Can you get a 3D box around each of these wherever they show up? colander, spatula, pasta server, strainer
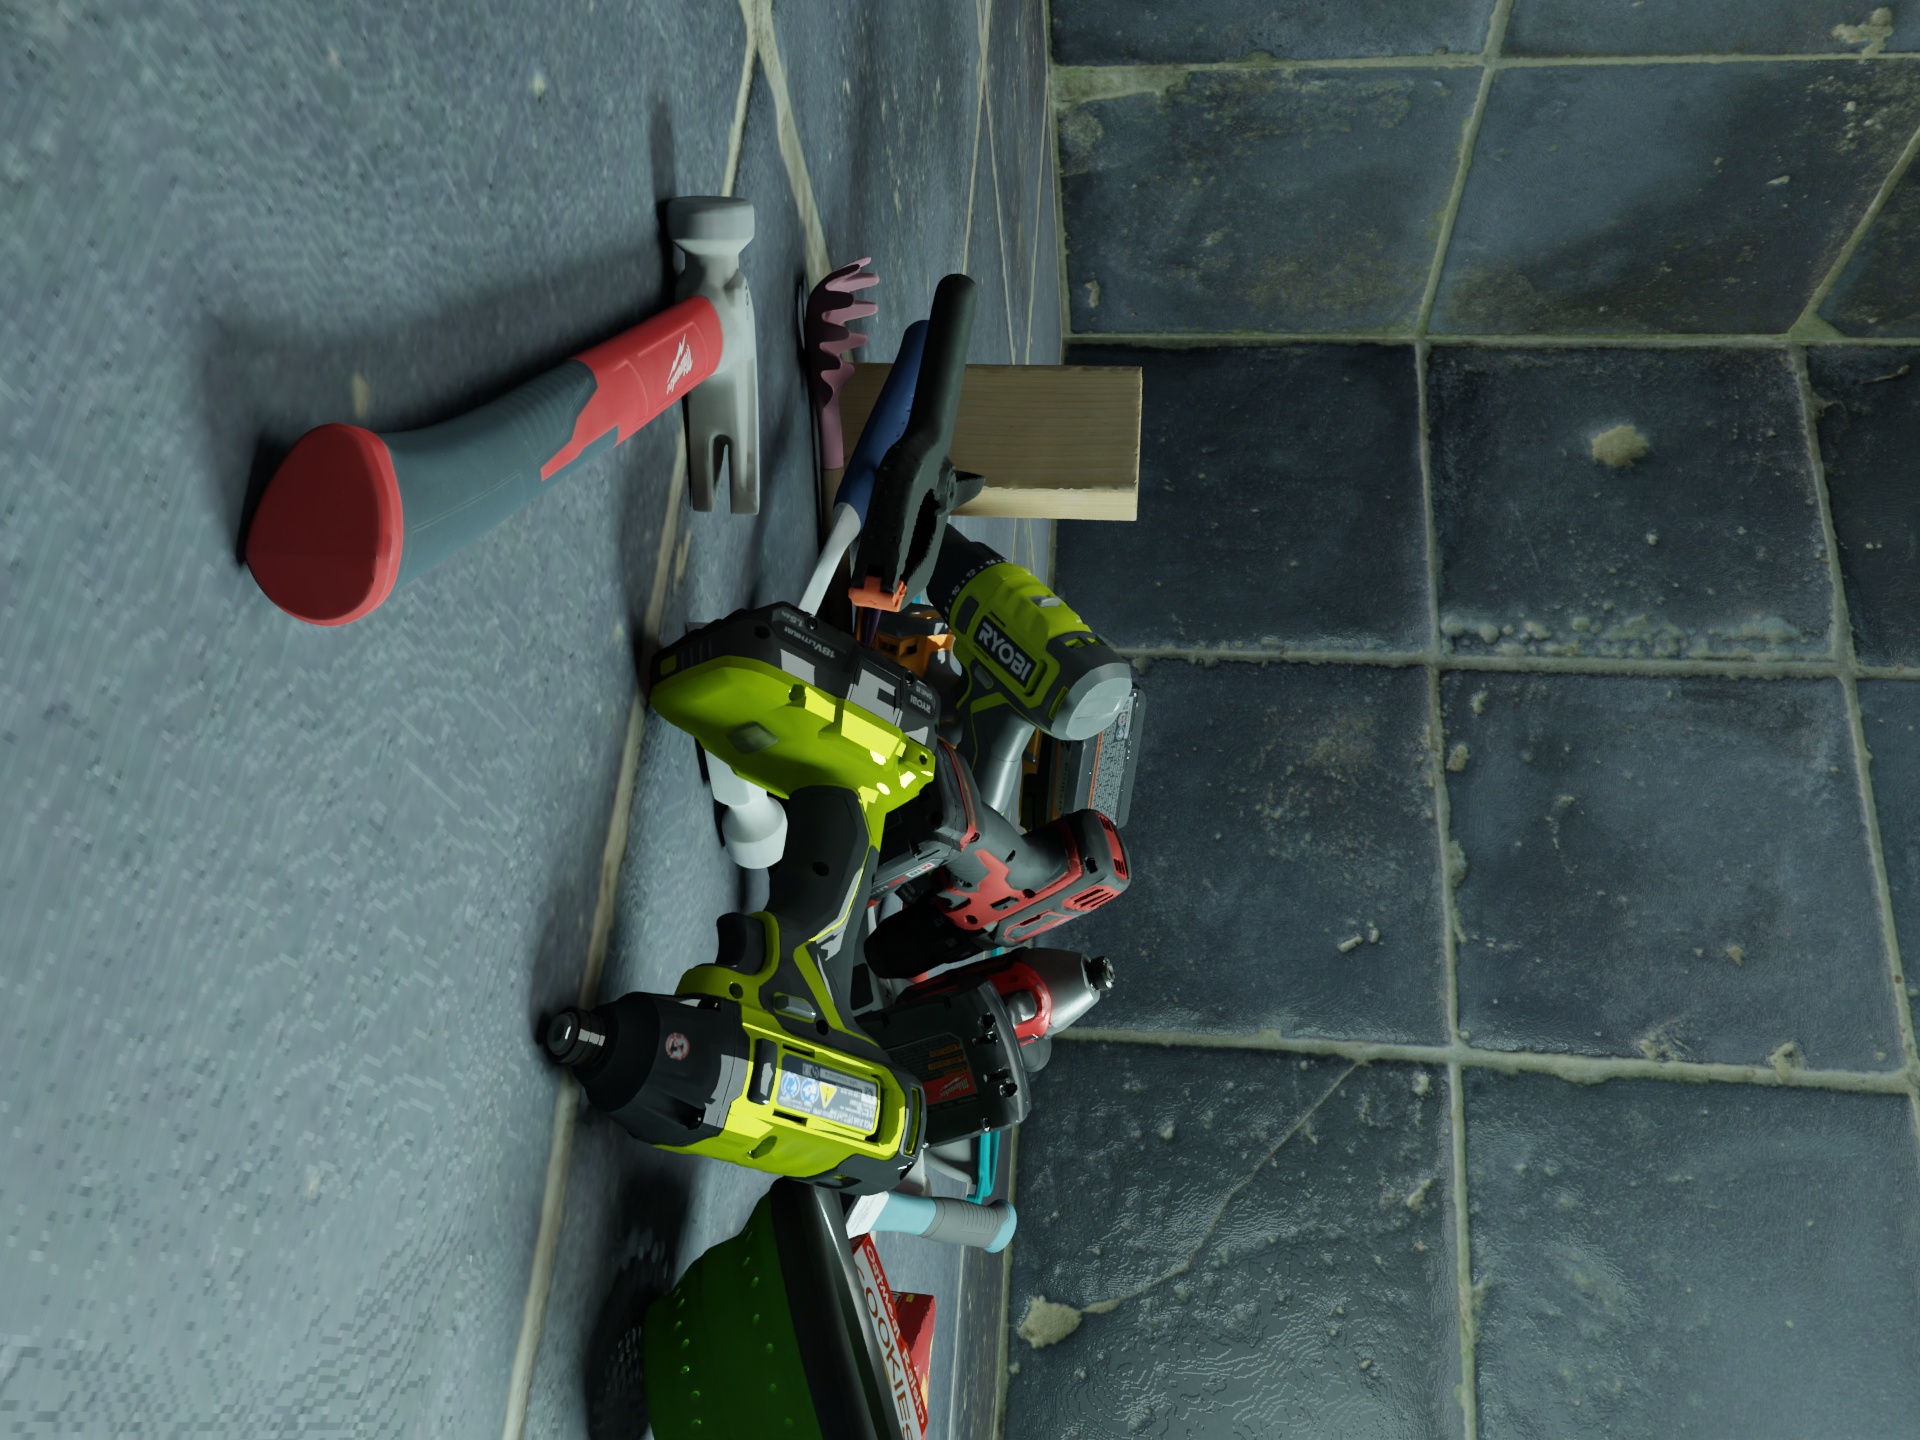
[{"bbox_3d":[-0.099,0.276,0.783,0.397,0.094,0.204,-122,-164,-69],"label":"colander"},{"bbox_3d":[-0.056,-0.133,1.172,0.316,0.018,0.059,-87,-175,-60],"label":"spatula"},{"bbox_3d":[-0.075,-0.139,1.032,0.060,0.040,0.316,-64,157,-58],"label":"pasta server"},{"bbox_3d":[-0.007,0.265,1.475,0.211,0.095,0.340,-1,93,-85],"label":"strainer"}]

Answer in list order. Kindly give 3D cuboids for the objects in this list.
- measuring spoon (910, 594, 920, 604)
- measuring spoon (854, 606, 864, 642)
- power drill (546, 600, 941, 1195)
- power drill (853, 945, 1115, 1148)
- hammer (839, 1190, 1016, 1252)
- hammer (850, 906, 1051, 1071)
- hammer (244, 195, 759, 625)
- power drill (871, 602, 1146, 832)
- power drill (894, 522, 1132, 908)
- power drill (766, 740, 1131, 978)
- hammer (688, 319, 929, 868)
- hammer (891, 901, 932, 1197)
[{"bbox_3d":[-0.057,-0.051,1.333,0.042,0.021,0.129,66,35,-77],"label":"measuring spoon"},{"bbox_3d":[-0.071,-0.077,1.194,0.021,0.011,0.117,81,13,-59],"label":"measuring spoon"},{"bbox_3d":[-0.083,0.072,0.670,0.171,0.080,0.223,29,54,-39],"label":"power drill"},{"bbox_3d":[0.008,0.184,0.947,0.219,0.143,0.078,-9,81,-74],"label":"power drill"},{"bbox_3d":[-0.023,0.358,1.151,0.128,0.033,0.330,-57,153,-6],"label":"hammer"},{"bbox_3d":[-0.004,0.218,1.192,0.334,0.035,0.146,36,32,-61],"label":"hammer"},{"bbox_3d":[-0.131,-0.095,0.559,0.386,0.038,0.143,-73,165,-66],"label":"hammer"},{"bbox_3d":[0.015,0.025,1.159,0.084,0.226,0.185,-11,114,-48],"label":"power drill"},{"bbox_3d":[-0.002,-0.003,1.062,0.080,0.191,0.228,-9,134,-45],"label":"power drill"},{"bbox_3d":[-0.023,0.094,0.947,0.226,0.188,0.080,28,40,-53],"label":"power drill"},{"bbox_3d":[-0.068,-0.113,0.912,0.143,0.035,0.406,85,17,-44],"label":"hammer"},{"bbox_3d":[-0.039,0.205,1.283,0.359,0.036,0.149,-89,177,-48],"label":"hammer"}]
